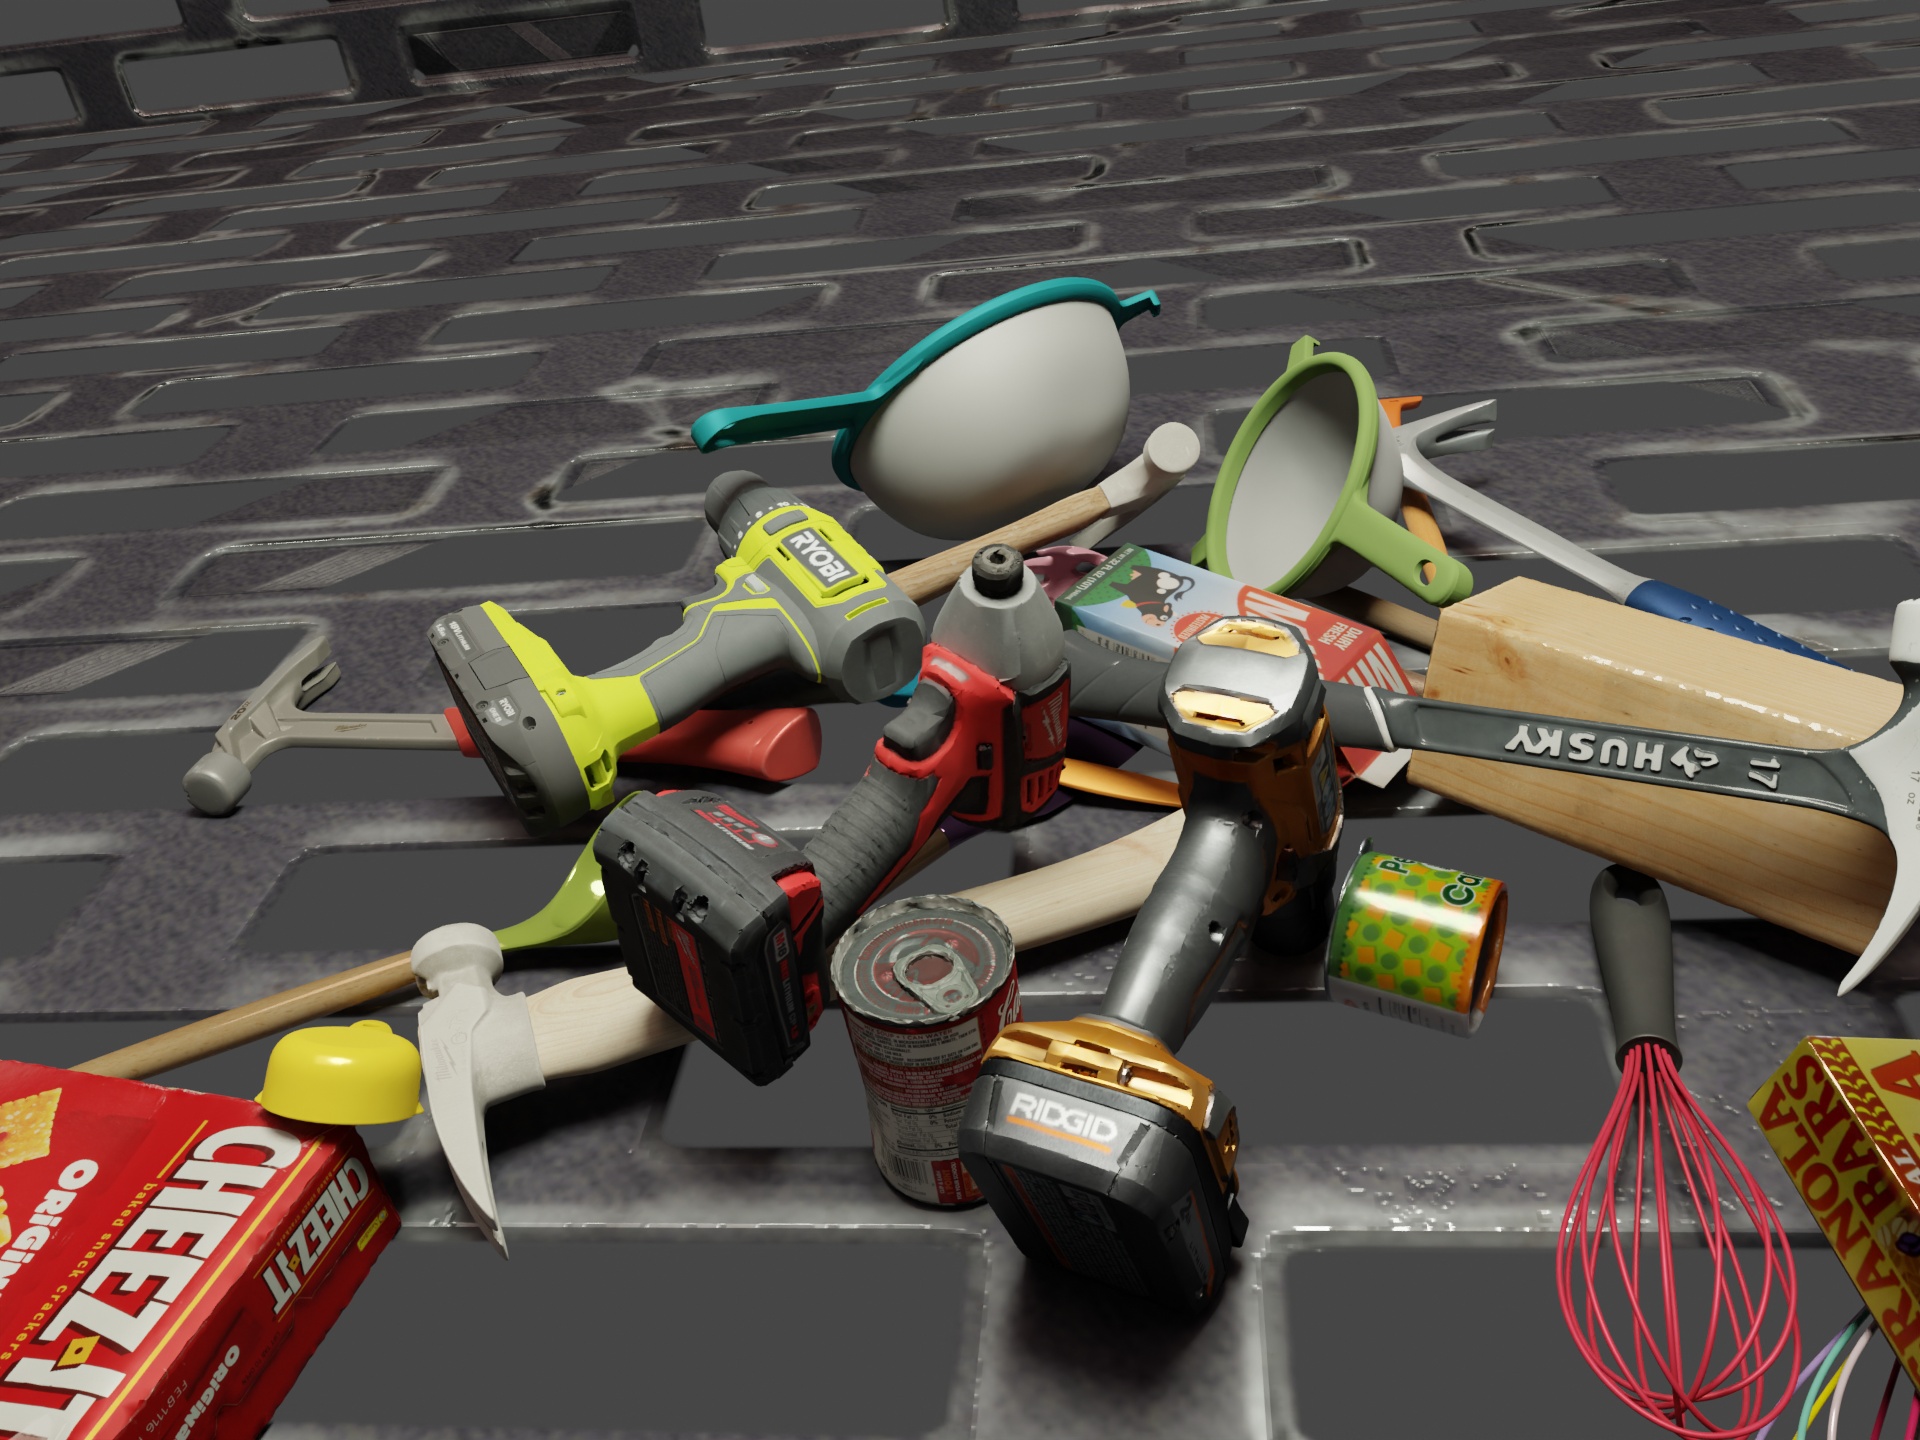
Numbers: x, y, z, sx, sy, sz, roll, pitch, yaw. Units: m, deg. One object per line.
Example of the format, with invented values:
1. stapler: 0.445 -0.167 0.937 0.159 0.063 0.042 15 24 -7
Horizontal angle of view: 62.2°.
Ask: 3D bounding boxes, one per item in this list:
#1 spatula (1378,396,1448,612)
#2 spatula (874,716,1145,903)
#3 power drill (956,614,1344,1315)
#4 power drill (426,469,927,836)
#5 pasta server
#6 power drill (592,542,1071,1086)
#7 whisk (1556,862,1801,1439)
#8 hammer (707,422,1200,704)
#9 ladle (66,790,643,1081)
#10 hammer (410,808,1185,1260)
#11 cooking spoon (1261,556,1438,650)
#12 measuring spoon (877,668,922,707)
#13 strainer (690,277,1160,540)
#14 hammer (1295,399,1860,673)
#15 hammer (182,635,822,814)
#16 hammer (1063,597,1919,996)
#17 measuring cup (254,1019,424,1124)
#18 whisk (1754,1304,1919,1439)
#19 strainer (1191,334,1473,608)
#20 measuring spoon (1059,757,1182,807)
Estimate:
1. spatula: 0.289 -0.152 1.038 0.081 0.041 0.323 -4 38 6
2. spatula: -0.030 0.069 0.776 0.316 0.018 0.060 -32 48 -32
3. power drill: 0.091 0.100 0.603 0.084 0.185 0.226 11 57 26
4. power drill: -0.156 -0.049 0.853 0.228 0.080 0.191 -27 47 -19
5. pasta server: 0.170 -0.039 0.876 0.316 0.060 0.040 21 35 30
6. power drill: -0.035 0.028 0.644 0.079 0.143 0.220 31 54 27
7. whisk: 0.254 0.137 0.584 0.073 0.073 0.296 3 29 17
8. hammer: -0.017 -0.085 0.952 0.331 0.031 0.130 -25 -5 -9
9. ladle: -0.281 0.112 0.736 0.320 0.062 0.078 -19 20 -11
10. hammer: -0.021 0.104 0.692 0.410 0.038 0.146 -14 46 -15
11. cooking spoon: 0.269 -0.044 0.882 0.069 0.017 0.319 -23 36 -33
12. measuring spoon: -0.001 -0.003 0.887 0.129 0.021 0.042 28 50 29
13. strainer: -0.011 -0.162 0.964 0.340 0.211 0.095 -19 74 -46
14. hammer: 0.366 -0.076 0.866 0.144 0.035 0.406 -26 41 -19
15. hammer: -0.251 0.002 0.910 0.359 0.036 0.149 1 34 14
16. hammer: 0.202 0.007 0.690 0.409 0.149 0.036 9 3 36
17. measuring cup: -0.250 0.133 0.660 0.062 0.029 0.156 8 1 -15
18. whisk: 0.319 0.181 0.514 0.051 0.047 0.245 35 47 24
19. strainer: 0.221 -0.106 0.860 0.069 0.151 0.257 17 19 -22
20. measuring spoon: 0.091 0.031 0.801 0.117 0.011 0.021 11 40 14
